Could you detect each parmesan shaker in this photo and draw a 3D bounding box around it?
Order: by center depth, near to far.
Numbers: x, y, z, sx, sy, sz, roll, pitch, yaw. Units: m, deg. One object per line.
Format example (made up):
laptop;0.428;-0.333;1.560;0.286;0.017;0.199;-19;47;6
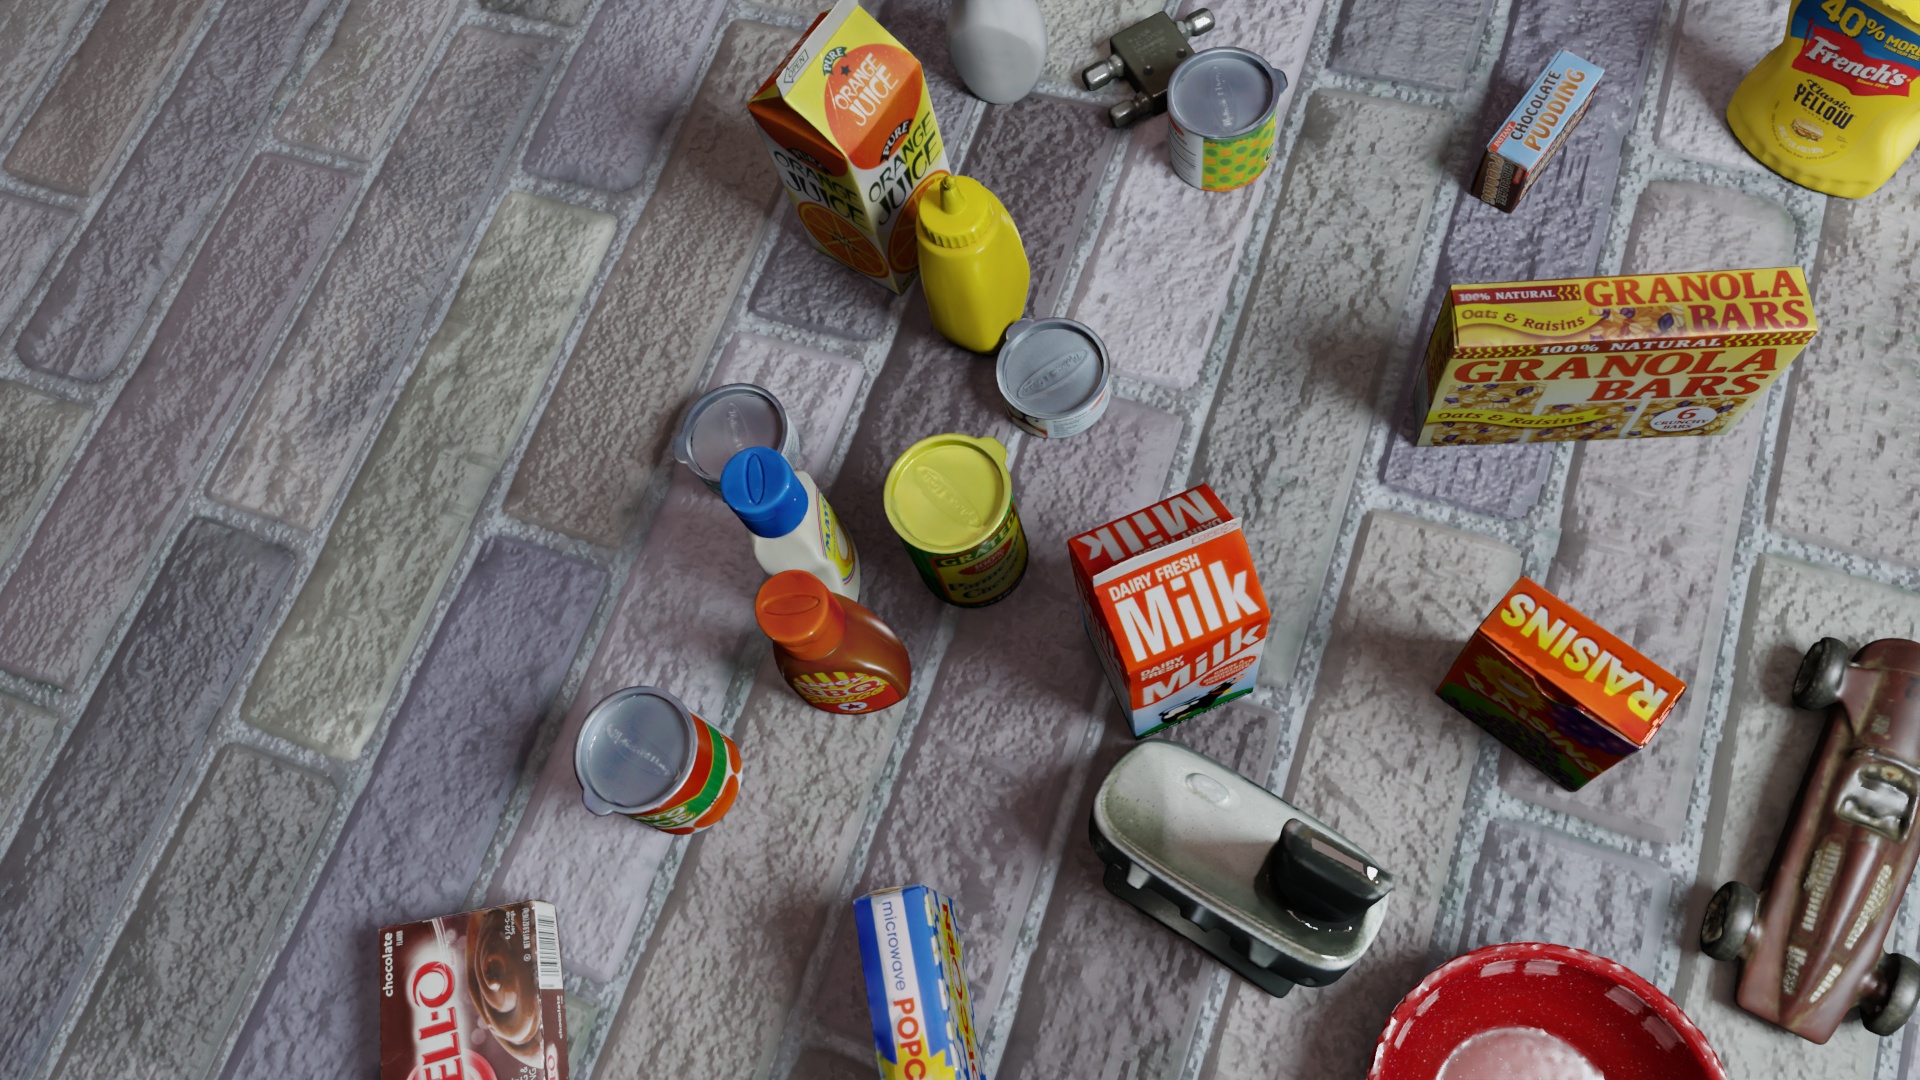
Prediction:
parmesan shaker;0.003;-0.010;0.758;0.071;0.102;0.071;-3;70;8

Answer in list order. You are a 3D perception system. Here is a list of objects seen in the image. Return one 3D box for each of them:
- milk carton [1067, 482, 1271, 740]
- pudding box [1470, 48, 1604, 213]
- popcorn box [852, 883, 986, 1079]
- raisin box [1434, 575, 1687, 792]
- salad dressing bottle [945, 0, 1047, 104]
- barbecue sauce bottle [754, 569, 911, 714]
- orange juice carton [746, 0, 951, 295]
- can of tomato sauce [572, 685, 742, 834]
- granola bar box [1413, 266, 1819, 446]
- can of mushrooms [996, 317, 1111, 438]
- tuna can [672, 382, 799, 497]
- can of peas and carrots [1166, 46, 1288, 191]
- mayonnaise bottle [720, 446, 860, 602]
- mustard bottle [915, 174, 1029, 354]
milk carton;0.101;0.034;0.680;0.072;0.190;0.073;-23;68;0
pudding box;0.340;-0.242;0.820;0.030;0.049;0.084;35;79;19
popcorn box;-0.016;0.237;0.679;0.038;0.085;0.127;-13;69;4
raisin box;0.285;0.072;0.673;0.086;0.123;0.040;39;80;20
salad dressing bottle;0.018;-0.330;0.851;0.064;0.147;0.044;5;71;11
barbecue sauce bottle;-0.069;0.054;0.722;0.065;0.148;0.044;-6;70;7
orange juice carton;-0.061;-0.230;0.802;0.073;0.192;0.072;31;78;18
can of tomato sauce;-0.161;0.122;0.746;0.071;0.083;0.071;-3;70;8
granola bar box;0.331;-0.093;0.726;0.165;0.124;0.039;-2;70;8
can of mushrooms;0.054;-0.097;0.820;0.071;0.033;0.071;-3;70;8
tuna can;-0.134;-0.058;0.836;0.071;0.032;0.071;-3;70;8
can of peas and carrots;0.162;-0.257;0.849;0.071;0.058;0.071;-3;70;8
mayonnaise bottle;-0.089;-0.005;0.747;0.041;0.147;0.065;-10;69;5
mustard bottle;0.004;-0.164;0.785;0.049;0.159;0.065;21;75;16
